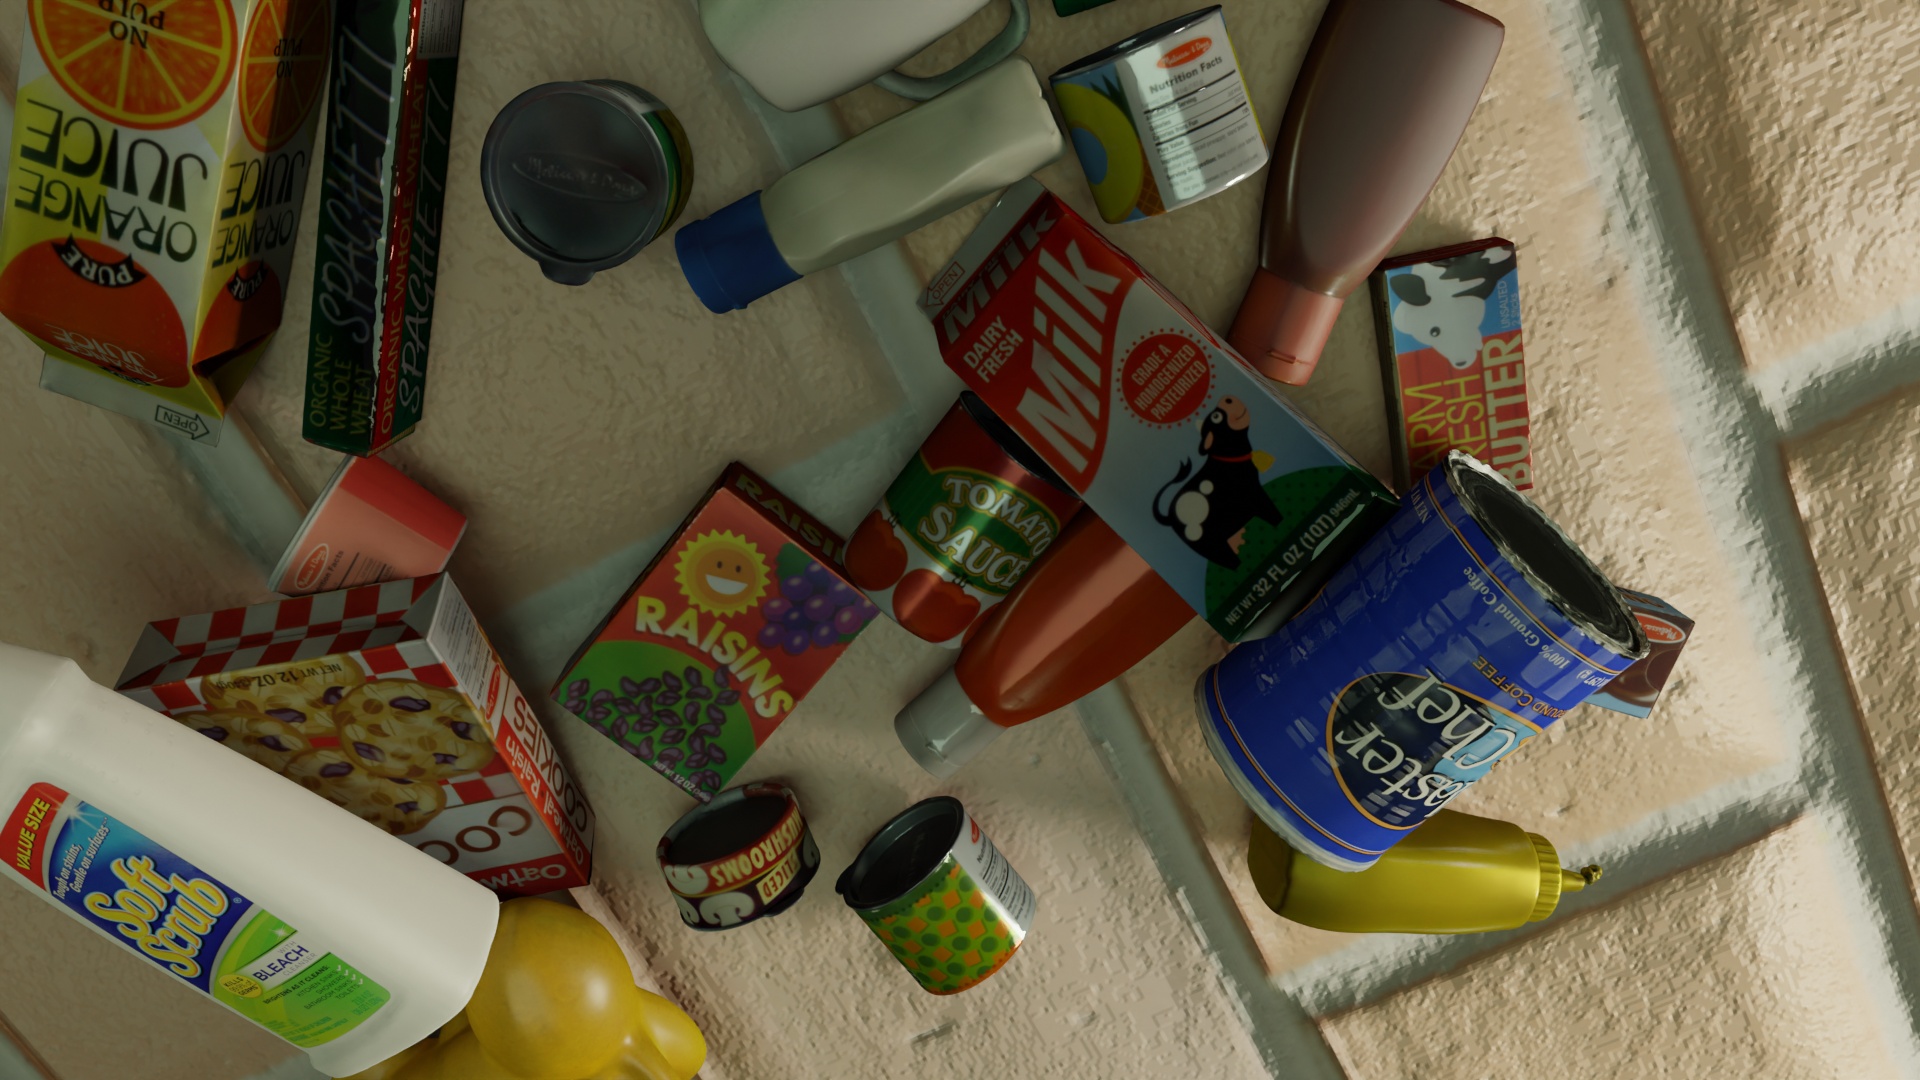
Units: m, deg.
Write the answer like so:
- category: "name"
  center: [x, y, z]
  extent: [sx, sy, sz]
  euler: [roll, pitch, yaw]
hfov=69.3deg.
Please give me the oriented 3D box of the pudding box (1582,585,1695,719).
- category: "pudding box"
  center: [0.262, 0.041, 0.598]
  extent: [0.084, 0.030, 0.049]
  euler: [15, 108, -6]

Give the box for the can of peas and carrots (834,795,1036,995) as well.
- category: "can of peas and carrots"
  center: [-0.011, 0.159, 0.618]
  extent: [0.071, 0.071, 0.058]
  euler: [-34, 107, 11]

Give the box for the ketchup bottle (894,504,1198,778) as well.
- category: "ketchup bottle"
  center: [0.036, 0.043, 0.589]
  extent: [0.148, 0.044, 0.064]
  euler: [-42, 103, 13]

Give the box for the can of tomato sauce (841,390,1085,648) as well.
- category: "can of tomato sauce"
  center: [0.002, -0.007, 0.557]
  extent: [0.071, 0.071, 0.083]
  euler: [36, 106, -12]

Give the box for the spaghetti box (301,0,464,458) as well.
- category: "spaghetti box"
  center: [-0.210, -0.154, 0.514]
  extent: [0.029, 0.050, 0.249]
  euler: [13, 109, -3]

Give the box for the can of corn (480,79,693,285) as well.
- category: "can of corn"
  center: [-0.137, -0.135, 0.517]
  extent: [0.071, 0.058, 0.071]
  euler: [0, 110, -1]

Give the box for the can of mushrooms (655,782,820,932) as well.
- category: "can of mushrooms"
  center: [-0.096, 0.138, 0.607]
  extent: [0.071, 0.071, 0.033]
  euler: [-17, 108, 6]

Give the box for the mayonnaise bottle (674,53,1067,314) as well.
- category: "mayonnaise bottle"
  center: [-0.035, -0.131, 0.519]
  extent: [0.148, 0.065, 0.041]
  euler: [-23, 98, 11]

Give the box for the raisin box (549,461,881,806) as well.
- category: "raisin box"
  center: [-0.101, 0.040, 0.590]
  extent: [0.086, 0.040, 0.123]
  euler: [38, 106, -12]

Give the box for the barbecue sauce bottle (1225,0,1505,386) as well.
- category: "barbecue sauce bottle"
  center: [0.145, -0.133, 0.528]
  extent: [0.065, 0.044, 0.148]
  euler: [19, 109, -6]

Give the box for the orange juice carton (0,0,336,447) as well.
- category: "orange juice carton"
  center: [-0.292, -0.132, 0.509]
  extent: [0.072, 0.073, 0.192]
  euler: [18, 109, -7]

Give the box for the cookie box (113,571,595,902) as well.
- category: "cookie box"
  center: [-0.240, 0.094, 0.576]
  extent: [0.123, 0.040, 0.166]
  euler: [-10, 132, 4]

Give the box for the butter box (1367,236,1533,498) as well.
- category: "butter box"
  center: [0.199, -0.067, 0.562]
  extent: [0.053, 0.024, 0.103]
  euler: [-12, 109, 4]

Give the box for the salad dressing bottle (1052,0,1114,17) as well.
- category: "salad dressing bottle"
  center: [0.101, -0.228, 0.495]
  extent: [0.147, 0.044, 0.064]
  euler: [-16, 111, 6]

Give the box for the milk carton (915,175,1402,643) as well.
- category: "milk carton"
  center: [0.065, -0.054, 0.517]
  extent: [0.191, 0.073, 0.072]
  euler: [47, 106, 19]

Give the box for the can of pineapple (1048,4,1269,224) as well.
- category: "can of pineapple"
  center: [0.072, -0.155, 0.509]
  extent: [0.071, 0.071, 0.057]
  euler: [-21, 109, 7]

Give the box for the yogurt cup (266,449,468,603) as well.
- category: "yogurt cup"
  center: [-0.238, 0.002, 0.563]
  extent: [0.054, 0.072, 0.072]
  euler: [31, 107, -19]

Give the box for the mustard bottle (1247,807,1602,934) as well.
- category: "mustard bottle"
  center: [0.212, 0.147, 0.618]
  extent: [0.160, 0.065, 0.048]
  euler: [7, 105, -7]
